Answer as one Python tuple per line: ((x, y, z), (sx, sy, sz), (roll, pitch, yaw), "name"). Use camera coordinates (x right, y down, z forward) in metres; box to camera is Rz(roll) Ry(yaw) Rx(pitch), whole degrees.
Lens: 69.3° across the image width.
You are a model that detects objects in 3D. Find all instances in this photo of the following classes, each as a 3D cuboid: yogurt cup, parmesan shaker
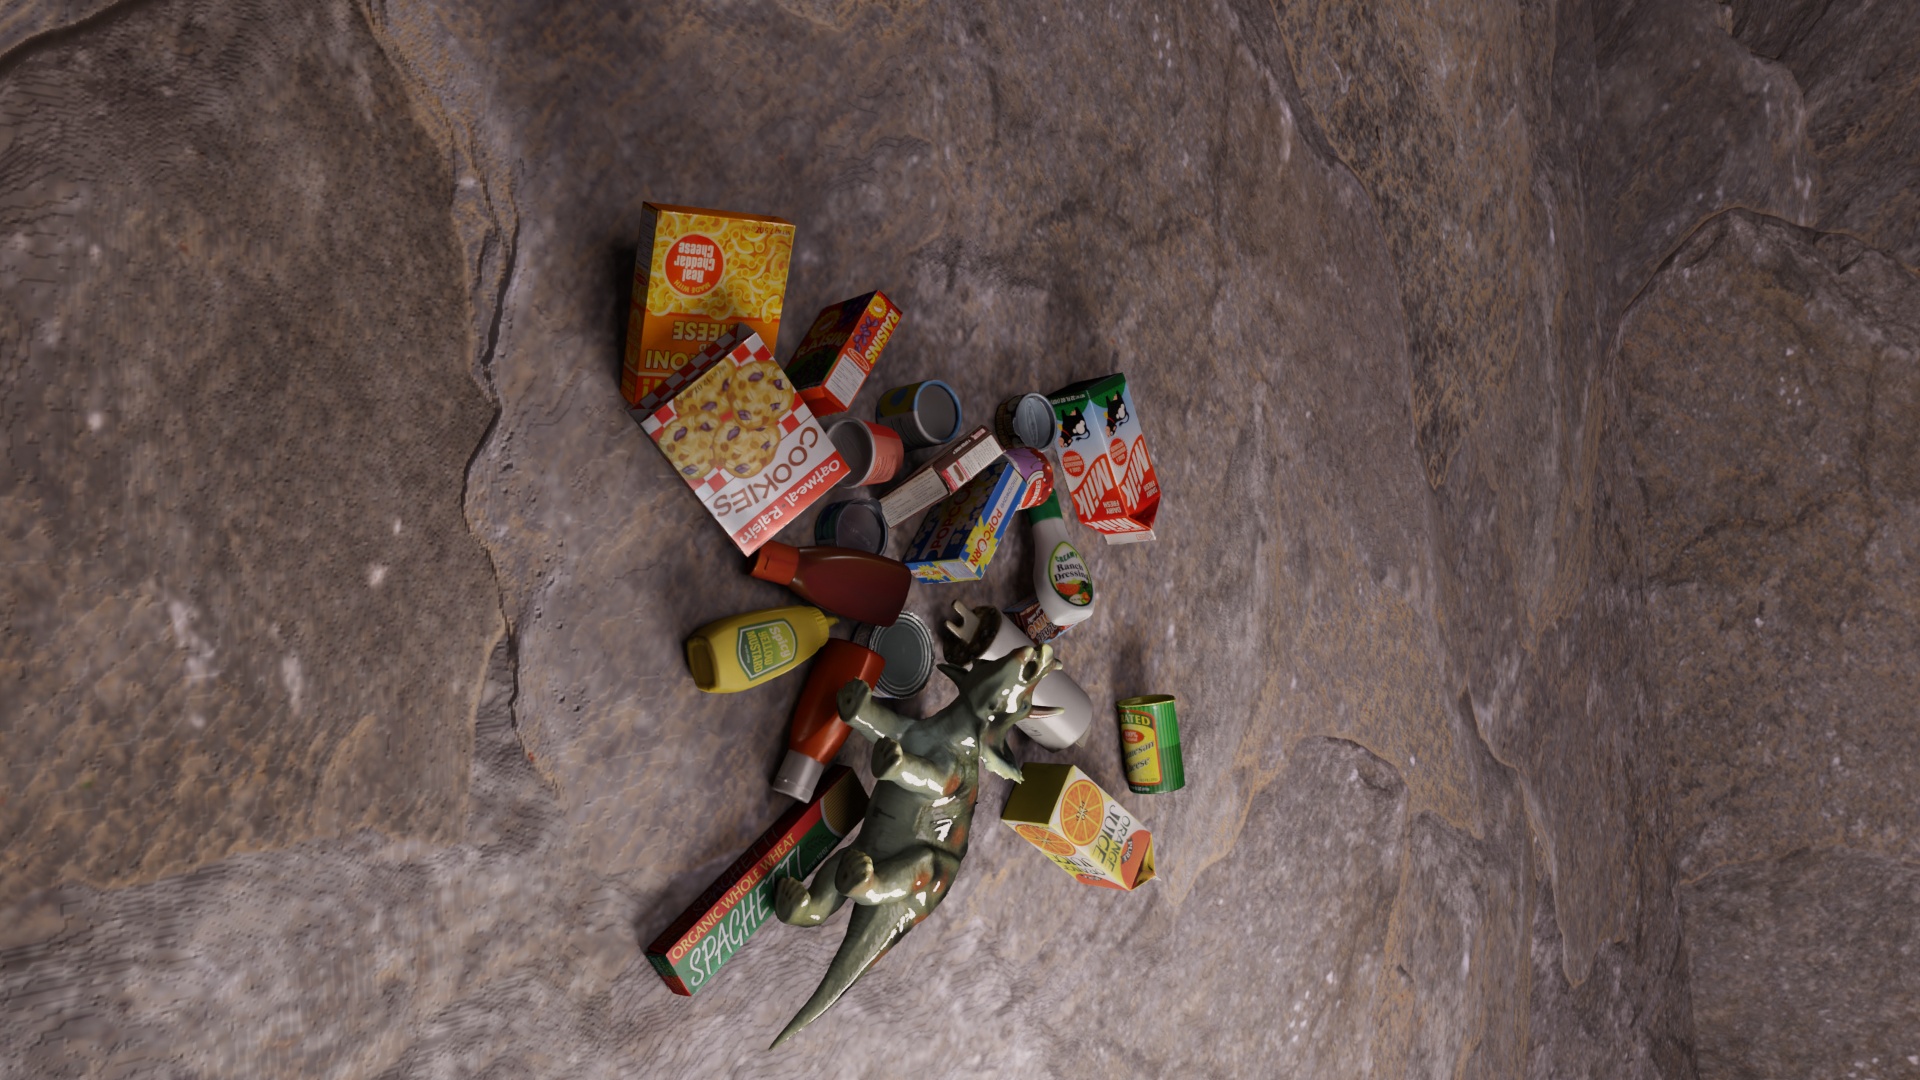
((-0.091, -0.083, 1.329), (0.054, 0.072, 0.072), (-1, 86, -52), "yogurt cup")
((0.220, 0.232, 1.586), (0.071, 0.071, 0.103), (-9, 91, -44), "parmesan shaker")

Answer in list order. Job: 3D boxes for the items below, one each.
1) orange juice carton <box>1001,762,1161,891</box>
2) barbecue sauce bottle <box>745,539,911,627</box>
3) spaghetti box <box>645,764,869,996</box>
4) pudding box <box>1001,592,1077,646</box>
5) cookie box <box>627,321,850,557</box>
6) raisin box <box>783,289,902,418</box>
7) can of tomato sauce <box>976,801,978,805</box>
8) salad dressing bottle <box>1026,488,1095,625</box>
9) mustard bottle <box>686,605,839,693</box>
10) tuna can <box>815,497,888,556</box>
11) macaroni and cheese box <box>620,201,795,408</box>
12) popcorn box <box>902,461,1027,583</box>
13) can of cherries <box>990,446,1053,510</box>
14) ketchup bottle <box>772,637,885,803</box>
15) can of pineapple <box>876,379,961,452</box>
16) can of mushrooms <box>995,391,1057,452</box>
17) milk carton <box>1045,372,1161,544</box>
((0.138, 0.318, 1.496), (0.192, 0.071, 0.073), (44, 58, -31), "orange juice carton")
((-0.122, 0.033, 1.275), (0.148, 0.044, 0.064), (17, 99, -25), "barbecue sauce bottle")
((-0.171, 0.296, 1.228), (0.251, 0.028, 0.050), (-42, 114, -39), "spaghetti box")
((0.086, 0.085, 1.502), (0.084, 0.030, 0.049), (-27, 104, -42), "pudding box")
((-0.187, -0.085, 1.199), (0.123, 0.040, 0.166), (-41, 128, -10), "cookie box")
((-0.116, -0.171, 1.298), (0.040, 0.086, 0.124), (44, 57, -30), "raisin box")
((-0.023, 0.222, 1.353), (0.071, 0.071, 0.083), (-7, 90, -44), "can of tomato sauce")
((0.102, 0.015, 1.492), (0.064, 0.043, 0.148), (-2, 67, -29), "salad dressing bottle")
((-0.167, 0.089, 1.243), (0.161, 0.048, 0.065), (-19, 100, -44), "mustard bottle")
((-0.103, -0.009, 1.328), (0.071, 0.033, 0.071), (6, 81, -44), "tuna can")
((-0.215, -0.195, 1.178), (0.124, 0.040, 0.165), (-1, 113, -33), "macaroni and cheese box")
((0.005, -0.018, 1.398), (0.038, 0.085, 0.127), (47, 55, -31), "popcorn box")
((0.057, -0.062, 1.464), (0.058, 0.071, 0.071), (-12, 94, -45), "can of cherries")
((-0.125, 0.164, 1.269), (0.043, 0.065, 0.149), (41, 67, -45), "ketchup bottle")
((-0.040, -0.126, 1.386), (0.071, 0.058, 0.071), (7, 80, -44), "can of pineapple")
((0.070, -0.127, 1.510), (0.071, 0.033, 0.071), (6, 82, -44), "can of mushrooms")
((0.165, -0.086, 1.571), (0.074, 0.072, 0.190), (-29, 105, -43), "milk carton")
